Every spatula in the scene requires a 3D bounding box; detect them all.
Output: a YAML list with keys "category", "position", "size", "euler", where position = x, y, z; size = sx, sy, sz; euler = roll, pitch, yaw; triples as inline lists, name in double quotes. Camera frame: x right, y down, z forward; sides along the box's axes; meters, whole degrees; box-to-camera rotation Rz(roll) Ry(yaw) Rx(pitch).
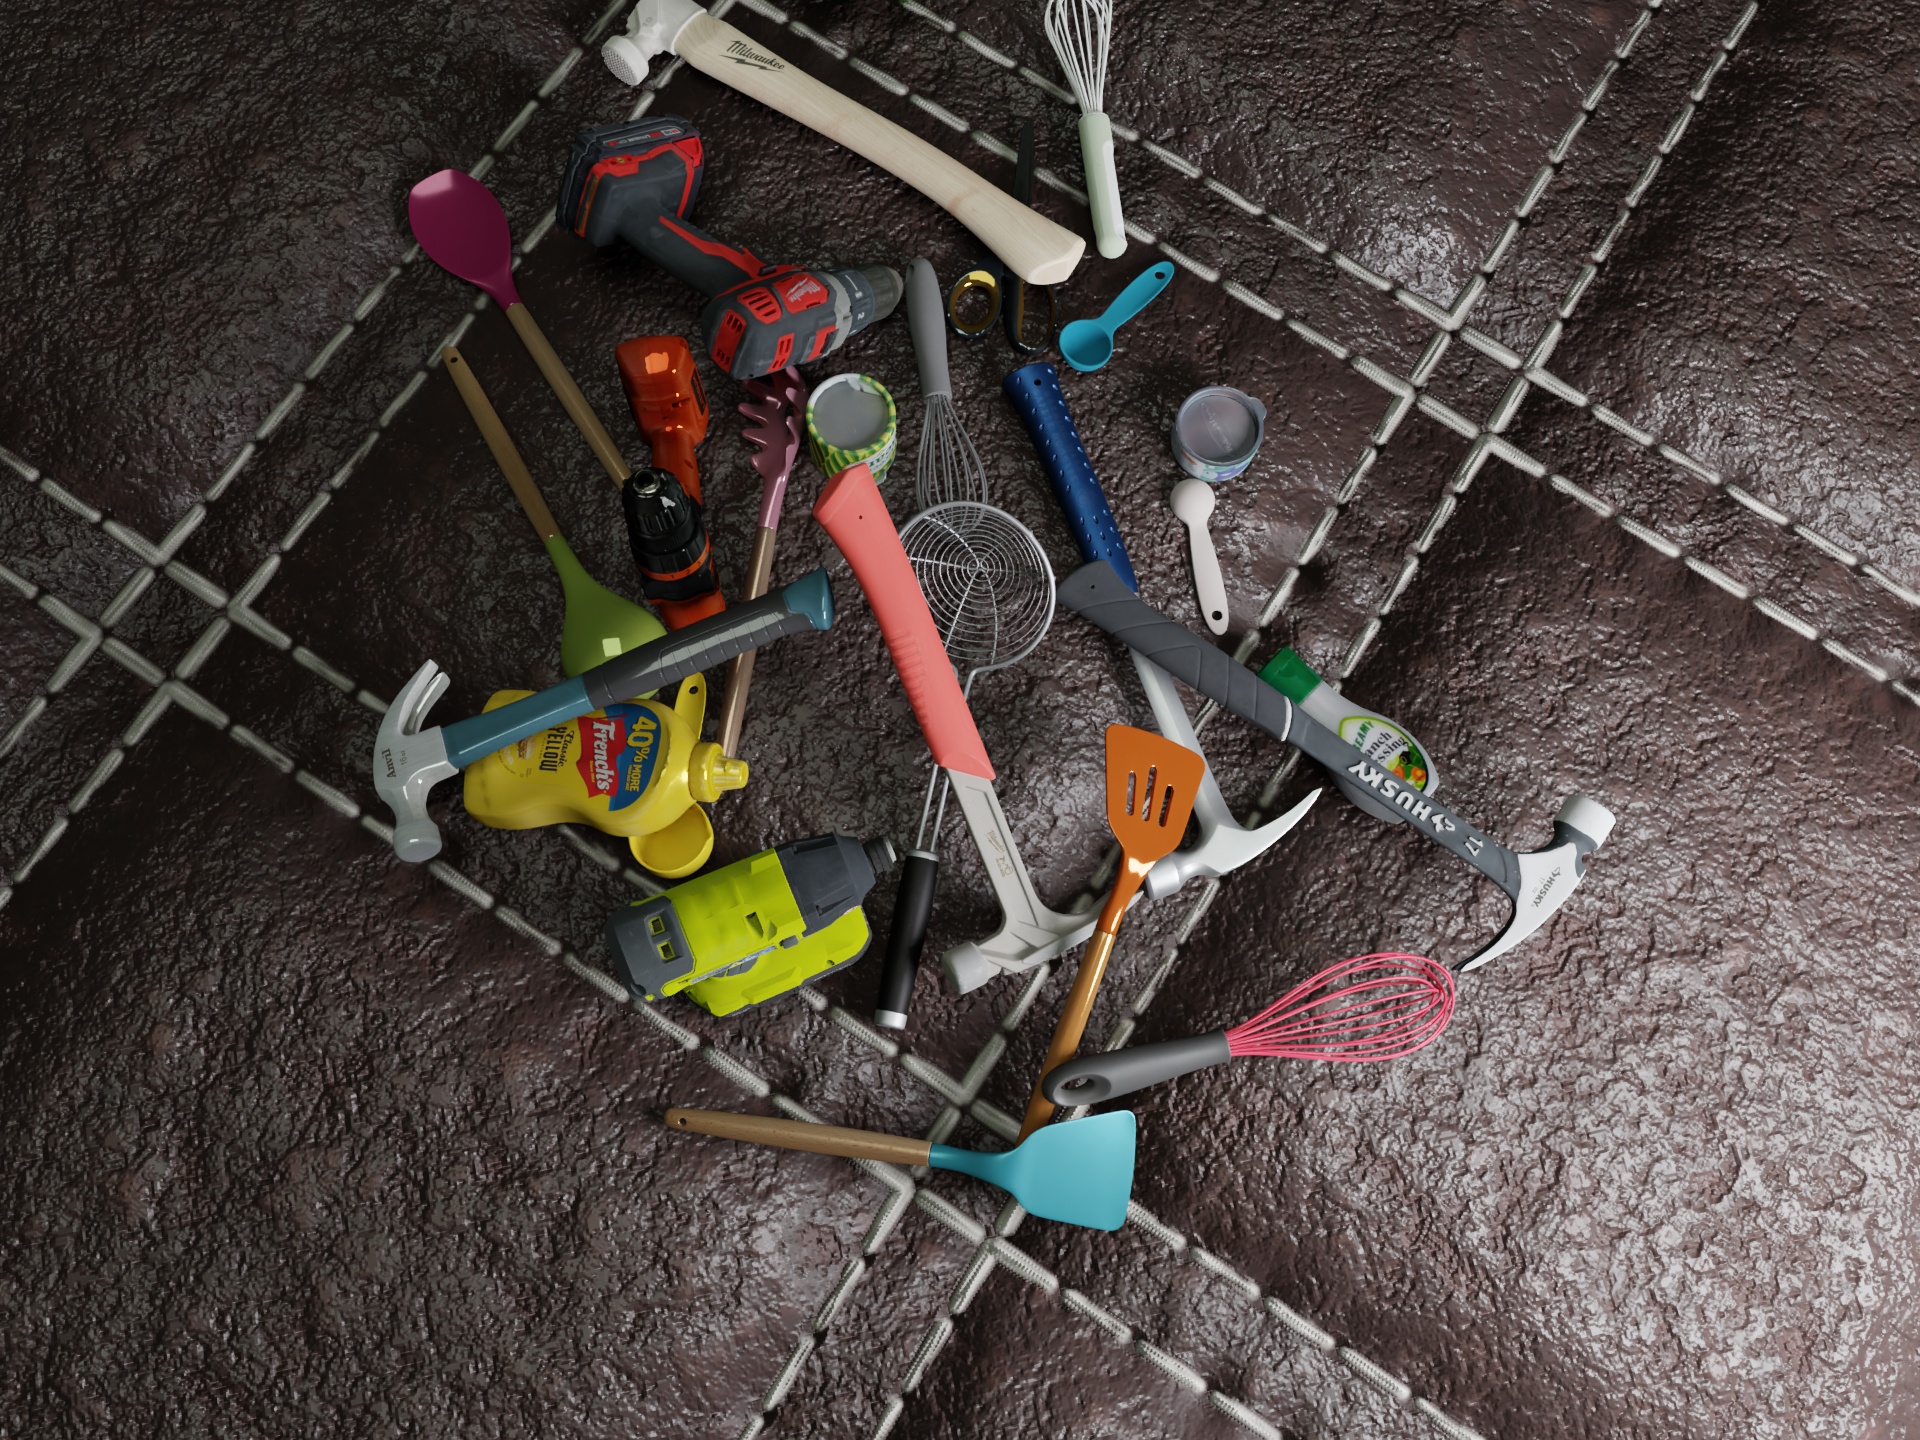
- category: "spatula"
  position: [0.088, 0.164, 1.086]
  size: [0.081, 0.041, 0.322]
  euler: [20, 92, -19]
- category: "spatula"
  position: [-0.043, 0.286, 1.069]
  size: [0.317, 0.044, 0.082]
  euler: [6, 94, 9]

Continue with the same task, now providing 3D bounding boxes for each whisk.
- category: "whisk"
  position: [0.197, 0.214, 1.078]
  size: [0.296, 0.073, 0.073]
  euler: [-13, 77, -8]
- category: "whisk"
  position: [-0.017, -0.246, 1.200]
  size: [0.055, 0.055, 0.239]
  euler: [-7, 73, -4]
- category: "whisk"
  position: [0.105, -0.483, 1.262]
  size: [0.059, 0.057, 0.246]
  euler: [-13, 79, 30]

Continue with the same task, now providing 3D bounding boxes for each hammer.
- category: "hammer"
  position: [-0.237, -0.023, 1.073]
  size: [0.331, 0.033, 0.128]
  euler: [-22, 64, -2]
- category: "hammer"
  position: [0.240, 0.014, 1.110]
  size: [0.409, 0.036, 0.149]
  euler: [34, 85, 8]
- category: "hammer"
  position: [-0.076, -0.471, 1.247]
  size: [0.411, 0.038, 0.146]
  euler: [34, 76, 9]
- category: "hammer"
  position: [0.128, -0.081, 1.169]
  size: [0.144, 0.035, 0.406]
  euler: [-20, 78, -6]
- category: "hammer"
  position: [-0.002, -0.003, 1.071]
  size: [0.149, 0.037, 0.359]
  euler: [-25, 101, -17]

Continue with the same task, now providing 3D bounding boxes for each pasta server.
- category: "pasta server"
  position: [-0.153, -0.117, 1.167]
  size: [0.040, 0.060, 0.316]
  euler: [19, 75, -42]

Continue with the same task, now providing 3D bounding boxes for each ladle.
- category: "ladle"
  position: [-0.309, -0.147, 1.173]
  size: [0.078, 0.062, 0.320]
  euler: [-29, 72, -11]

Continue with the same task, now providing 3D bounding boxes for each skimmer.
- category: "skimmer"
  position: [-0.020, 0.030, 1.108]
  size: [0.127, 0.090, 0.363]
  euler: [9, 77, 11]

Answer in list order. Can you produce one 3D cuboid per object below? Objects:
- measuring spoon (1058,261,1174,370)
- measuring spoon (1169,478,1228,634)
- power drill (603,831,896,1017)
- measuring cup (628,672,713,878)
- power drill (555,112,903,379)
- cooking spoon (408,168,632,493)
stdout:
- category: "measuring spoon"
  position: [0.123, -0.314, 1.239]
  size: [0.042, 0.021, 0.128]
  euler: [42, 70, 7]
- category: "measuring spoon"
  position: [0.184, -0.125, 1.190]
  size: [0.034, 0.018, 0.124]
  euler: [-9, 78, -4]
- category: "power drill"
  position: [-0.122, 0.128, 1.013]
  size: [0.171, 0.223, 0.080]
  euler: [-22, 79, -7]
- category: "measuring cup"
  position: [-0.198, 0.039, 1.139]
  size: [0.062, 0.029, 0.157]
  euler: [2, 64, 6]
- category: "power drill"
  position: [-0.166, -0.352, 1.182]
  size: [0.227, 0.080, 0.188]
  euler: [42, 44, 13]
- category: "cooking spoon"
  position: [-0.328, -0.294, 1.213]
  size: [0.069, 0.017, 0.319]
  euler: [-32, 79, -8]
